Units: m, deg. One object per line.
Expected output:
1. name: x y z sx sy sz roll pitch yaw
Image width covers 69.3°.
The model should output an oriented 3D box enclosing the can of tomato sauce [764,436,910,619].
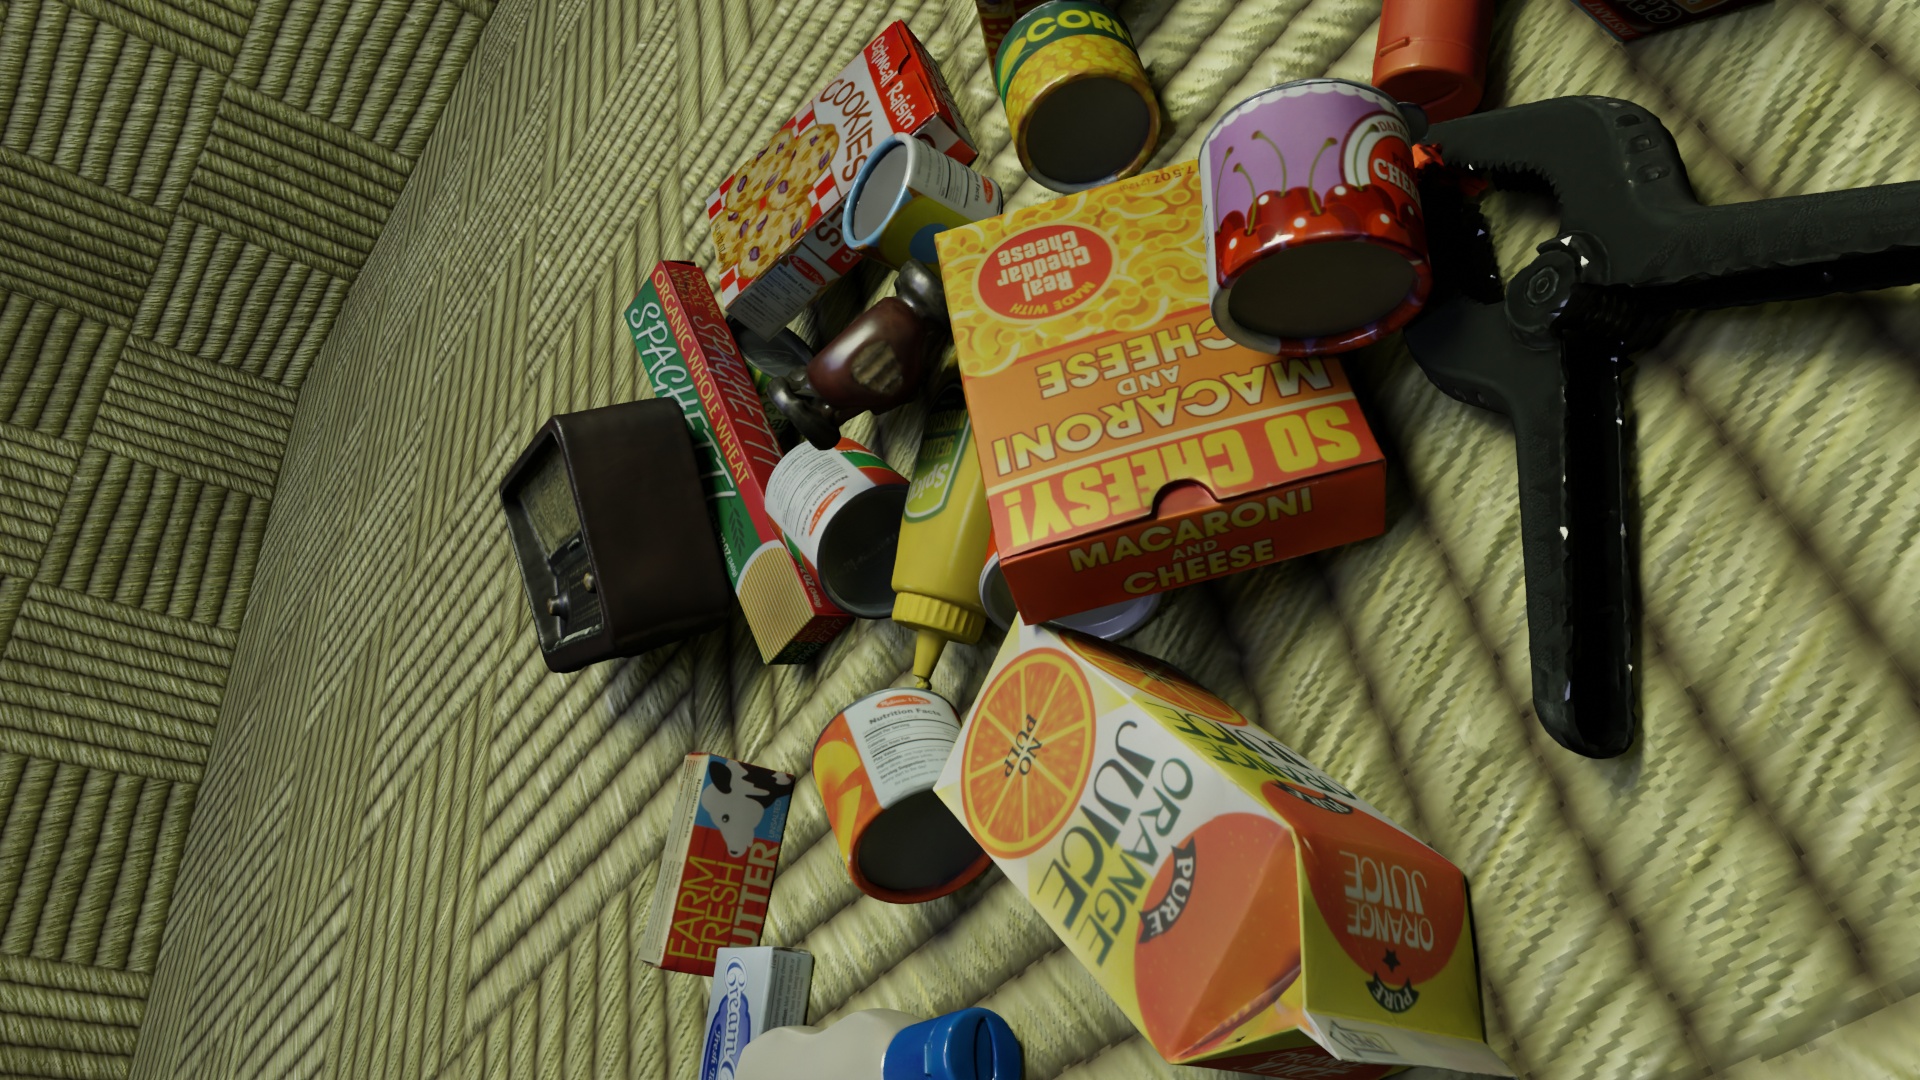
1. can of tomato sauce: -0.050 -0.007 0.668 0.071 0.071 0.083 -64 31 8

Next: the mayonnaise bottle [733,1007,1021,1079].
1. mayonnaise bottle: -0.037 0.214 0.539 0.147 0.041 0.065 -33 48 42

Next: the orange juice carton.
1. orange juice carton: 0.073 0.095 0.413 0.193 0.072 0.073 37 104 58

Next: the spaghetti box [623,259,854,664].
1. spaghetti box: -0.127 -0.049 0.763 0.050 0.029 0.251 -44 60 33

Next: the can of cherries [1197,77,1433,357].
1. can of cherries: 0.110 -0.098 0.427 0.071 0.071 0.058 -29 51 46

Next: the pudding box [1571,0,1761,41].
1. pudding box: 0.187 -0.179 0.391 0.049 0.084 0.030 4 76 57

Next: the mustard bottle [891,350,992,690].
1. mustard bottle: 0.002 -0.008 0.602 0.065 0.049 0.160 -5 68 62

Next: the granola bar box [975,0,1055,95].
1. granola bar box: 0.026 -0.314 0.656 0.039 0.165 0.124 1 66 11

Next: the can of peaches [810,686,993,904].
1. can of peaches: -0.021 0.104 0.558 0.071 0.071 0.058 -57 34 18

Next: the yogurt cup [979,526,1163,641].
1. yogurt cup: 0.041 0.000 0.527 0.072 0.072 0.054 -41 33 37

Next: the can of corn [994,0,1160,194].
1. can of corn: 0.052 -0.200 0.623 0.071 0.071 0.058 -44 40 34

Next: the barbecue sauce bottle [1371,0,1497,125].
1. barbecue sauce bottle: 0.170 -0.218 0.480 0.065 0.043 0.149 -7 67 55

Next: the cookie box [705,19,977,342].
1. cookie box: -0.075 -0.213 0.816 0.167 0.040 0.123 -38 42 19

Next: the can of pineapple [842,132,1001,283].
1. can of pineapple: -0.022 -0.170 0.728 0.070 0.058 0.071 -33 46 44

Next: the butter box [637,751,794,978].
1. butter box: -0.119 0.160 0.683 0.024 0.053 0.104 -10 64 51

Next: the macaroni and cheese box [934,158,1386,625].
1. macaroni and cheese box: 0.063 -0.061 0.489 0.124 0.040 0.167 -15 49 6

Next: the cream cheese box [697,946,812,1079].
1. cream cheese box: -0.096 0.238 0.629 0.053 0.024 0.104 -23 54 48

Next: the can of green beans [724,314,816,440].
1. can of green beans: -0.125 -0.094 0.831 0.057 0.071 0.071 -51 36 28
